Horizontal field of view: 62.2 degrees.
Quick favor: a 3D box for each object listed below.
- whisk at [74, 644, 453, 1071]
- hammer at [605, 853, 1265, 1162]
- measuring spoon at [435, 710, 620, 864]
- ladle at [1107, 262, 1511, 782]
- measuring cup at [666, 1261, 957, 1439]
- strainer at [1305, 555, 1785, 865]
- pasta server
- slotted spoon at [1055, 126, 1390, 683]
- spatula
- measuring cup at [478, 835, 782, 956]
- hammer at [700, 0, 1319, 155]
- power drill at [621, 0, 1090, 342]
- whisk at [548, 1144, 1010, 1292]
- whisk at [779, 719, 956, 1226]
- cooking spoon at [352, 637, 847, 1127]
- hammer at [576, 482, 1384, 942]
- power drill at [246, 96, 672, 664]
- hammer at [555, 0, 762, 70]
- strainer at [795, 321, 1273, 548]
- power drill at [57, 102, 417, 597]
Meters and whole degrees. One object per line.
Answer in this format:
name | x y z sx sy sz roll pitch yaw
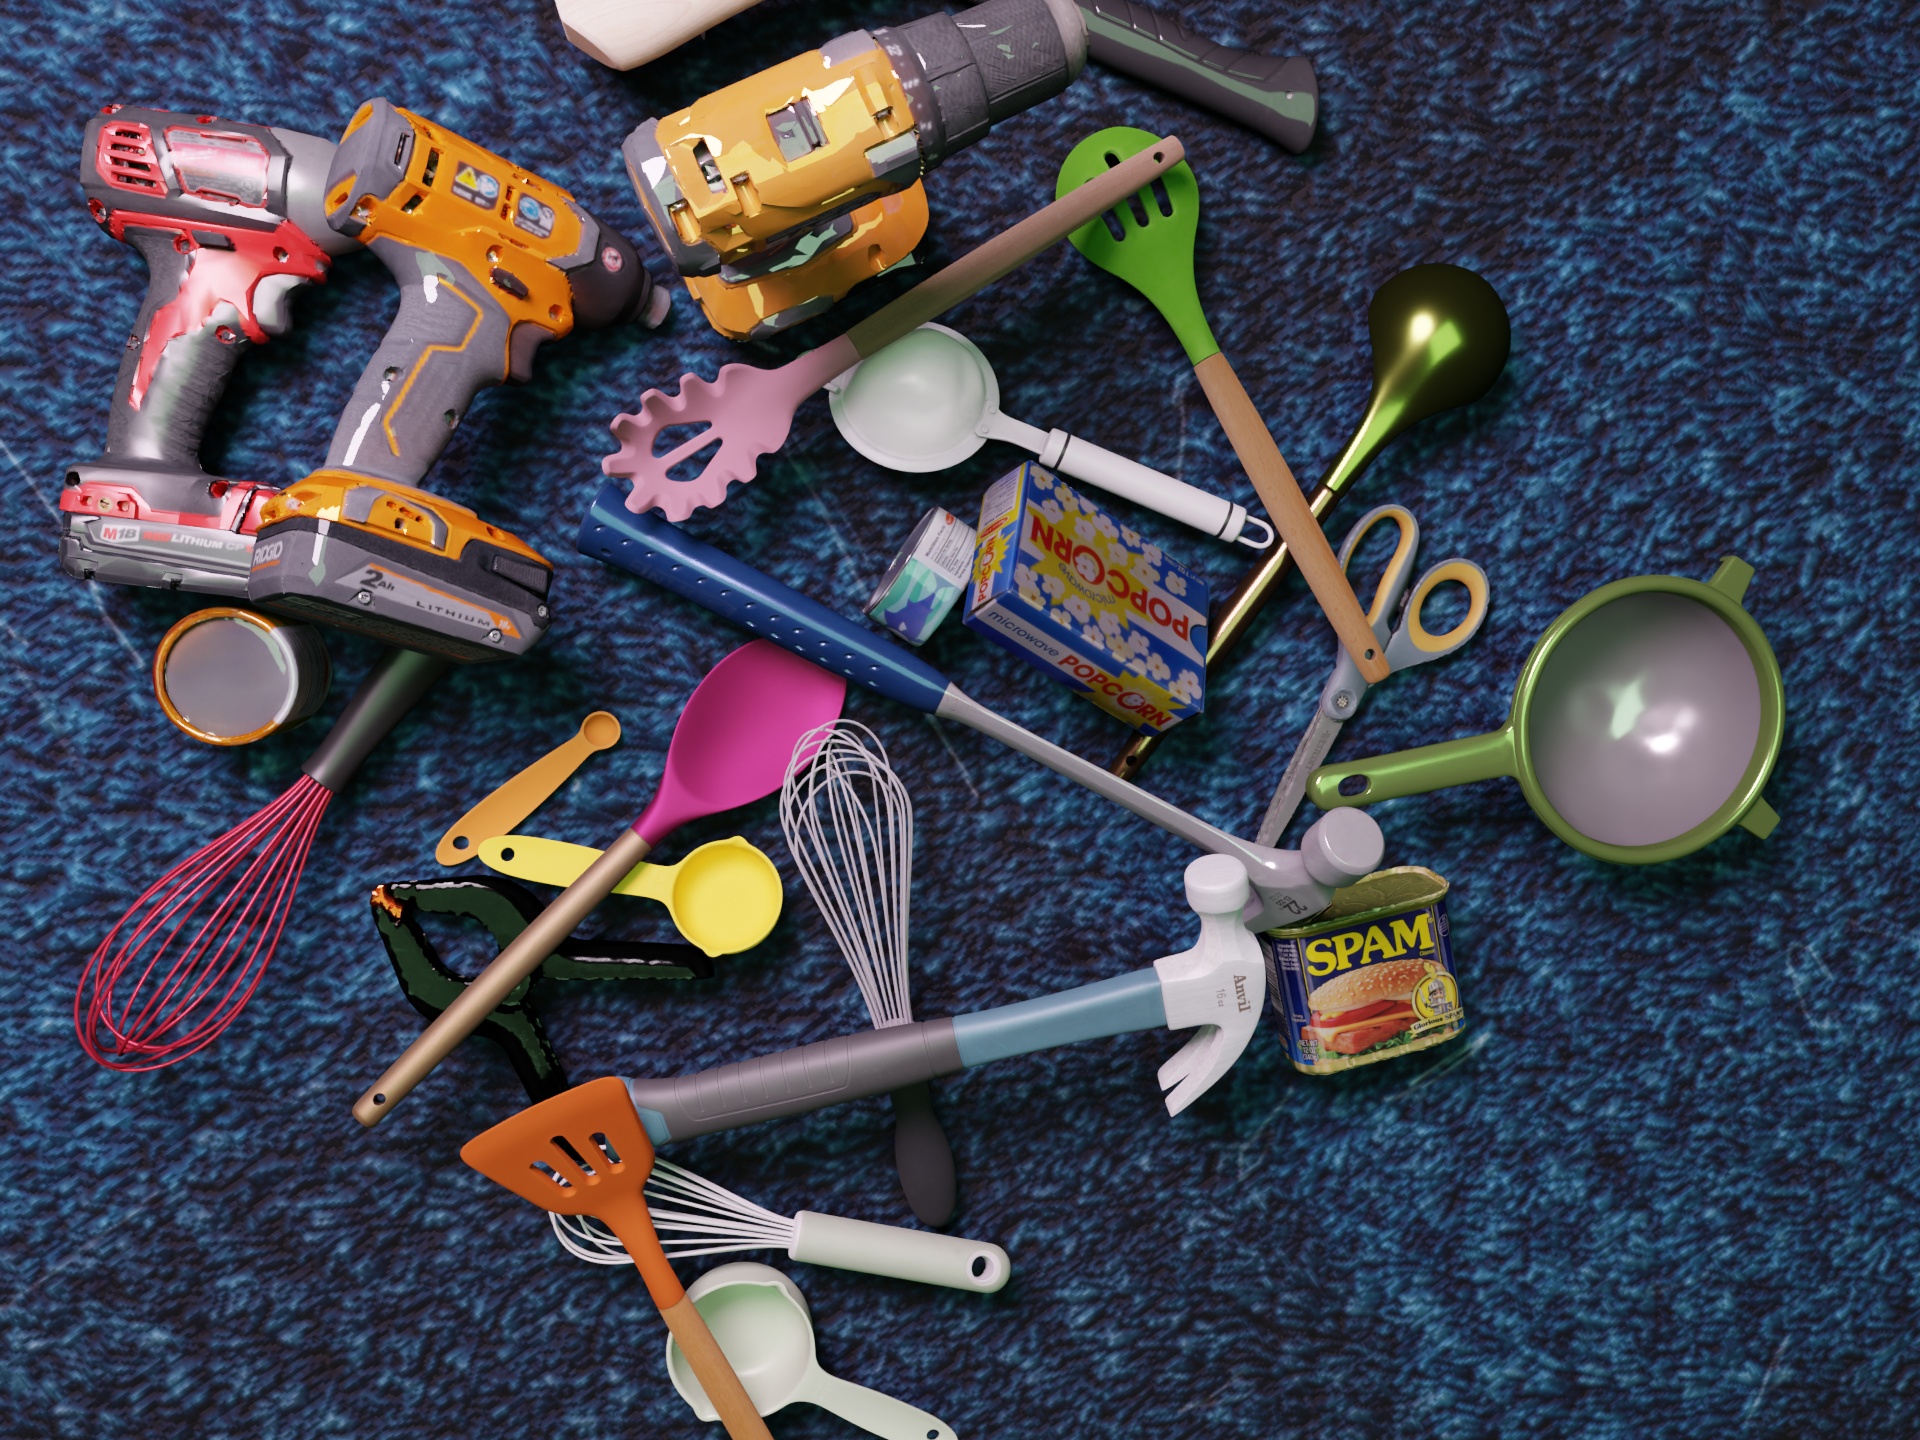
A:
whisk | -0.323 0.045 0.775 0.073 0.073 0.296 37 84 -9
hammer | -0.015 0.159 0.773 0.331 0.033 0.128 -13 117 1
measuring spoon | -0.221 0.034 0.810 0.117 0.011 0.021 -39 109 2
ladle | 0.175 -0.099 0.834 0.078 0.062 0.320 35 97 -4
measuring cup | -0.076 0.344 0.844 0.167 0.038 0.083 29 92 -11
strainer | 0.298 0.008 0.839 0.256 0.069 0.151 -12 99 -5
pasta server | -0.027 -0.192 0.754 0.316 0.040 0.060 -32 101 -2
slotted spoon | 0.138 -0.159 0.798 0.070 0.031 0.314 -28 89 4
spatula | -0.133 0.309 0.784 0.081 0.041 0.322 -25 107 -2
measuring cup | -0.167 0.082 0.813 0.156 0.029 0.062 11 76 2
hammer | 0.025 -0.358 0.788 0.334 0.035 0.146 20 92 -9
power drill | -0.047 -0.241 0.693 0.185 0.226 0.084 -26 98 -4
whisk | -0.093 0.265 0.824 0.246 0.059 0.058 13 73 -8
whisk | -0.038 0.135 0.813 0.070 0.070 0.284 -13 106 -5
cooking spoon | -0.177 0.076 0.787 0.068 0.017 0.319 45 77 -6
hammer | -0.001 -0.003 0.787 0.405 0.144 0.035 28 61 -2
power drill | -0.220 -0.144 0.725 0.164 0.084 0.226 18 77 -39
hammer | 0.007 -0.398 0.747 0.410 0.038 0.146 -18 95 -6
strainer | 0.041 -0.141 0.796 0.258 0.050 0.087 22 71 -6
power drill | -0.336 -0.168 0.744 0.143 0.078 0.219 6 92 -8
